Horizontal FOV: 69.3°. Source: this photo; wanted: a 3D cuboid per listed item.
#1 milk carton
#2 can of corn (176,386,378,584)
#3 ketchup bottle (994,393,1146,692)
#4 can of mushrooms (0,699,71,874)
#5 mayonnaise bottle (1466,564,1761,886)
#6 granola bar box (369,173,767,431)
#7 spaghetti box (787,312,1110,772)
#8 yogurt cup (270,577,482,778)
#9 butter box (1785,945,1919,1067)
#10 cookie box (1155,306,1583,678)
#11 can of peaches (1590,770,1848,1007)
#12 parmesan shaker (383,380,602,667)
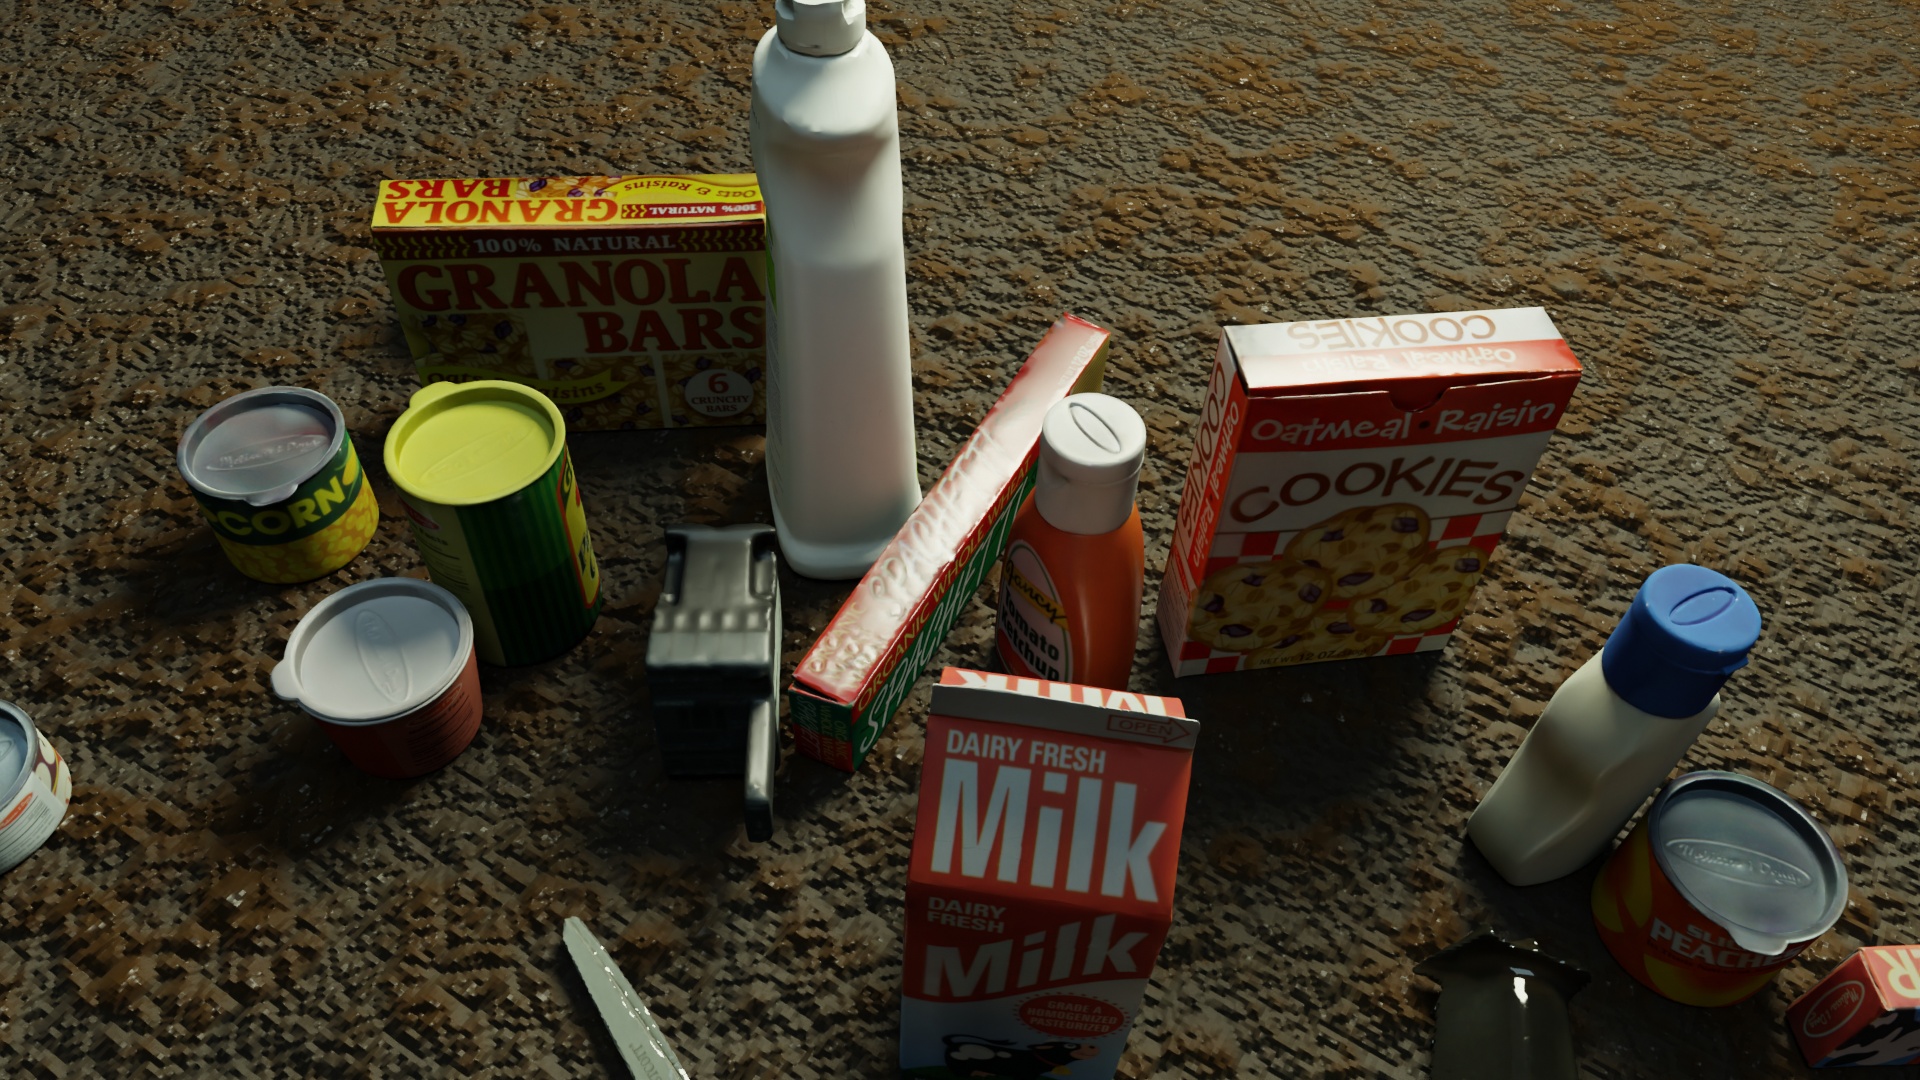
[{"bbox_3d":[0.022,0.102,0.424,0.072,0.189,0.074,7,49,3],"label":"milk carton"},{"bbox_3d":[-0.293,-0.022,0.601,0.071,0.058,0.071,2,49,-2],"label":"can of corn"},{"bbox_3d":[0.044,0.008,0.533,0.044,0.148,0.065,-25,55,-22],"label":"ketchup bottle"},{"bbox_3d":[-0.373,0.092,0.515,0.071,0.033,0.071,2,49,-2],"label":"can of mushrooms"},{"bbox_3d":[0.231,0.068,0.492,0.065,0.147,0.041,-21,53,-19],"label":"mayonnaise bottle"},{"bbox_3d":[-0.167,-0.105,0.637,0.166,0.123,0.039,-3,49,-5],"label":"granola bar box"},{"bbox_3d":[0.002,-0.008,0.610,0.029,0.049,0.251,23,52,16],"label":"spaghetti box"},{"bbox_3d":[-0.220,0.056,0.541,0.072,0.053,0.073,2,49,-2],"label":"yogurt cup"},{"bbox_3d":[0.350,0.161,0.481,0.103,0.052,0.024,0,49,-3],"label":"butter box"},{"bbox_3d":[0.151,-0.013,0.545,0.123,0.166,0.040,-5,50,-7],"label":"cookie box"},{"bbox_3d":[0.271,0.128,0.501,0.071,0.057,0.071,2,49,-2],"label":"can of peaches"},{"bbox_3d":[-0.187,-0.007,0.564,0.071,0.102,0.072,1,49,-2],"label":"parmesan shaker"}]
